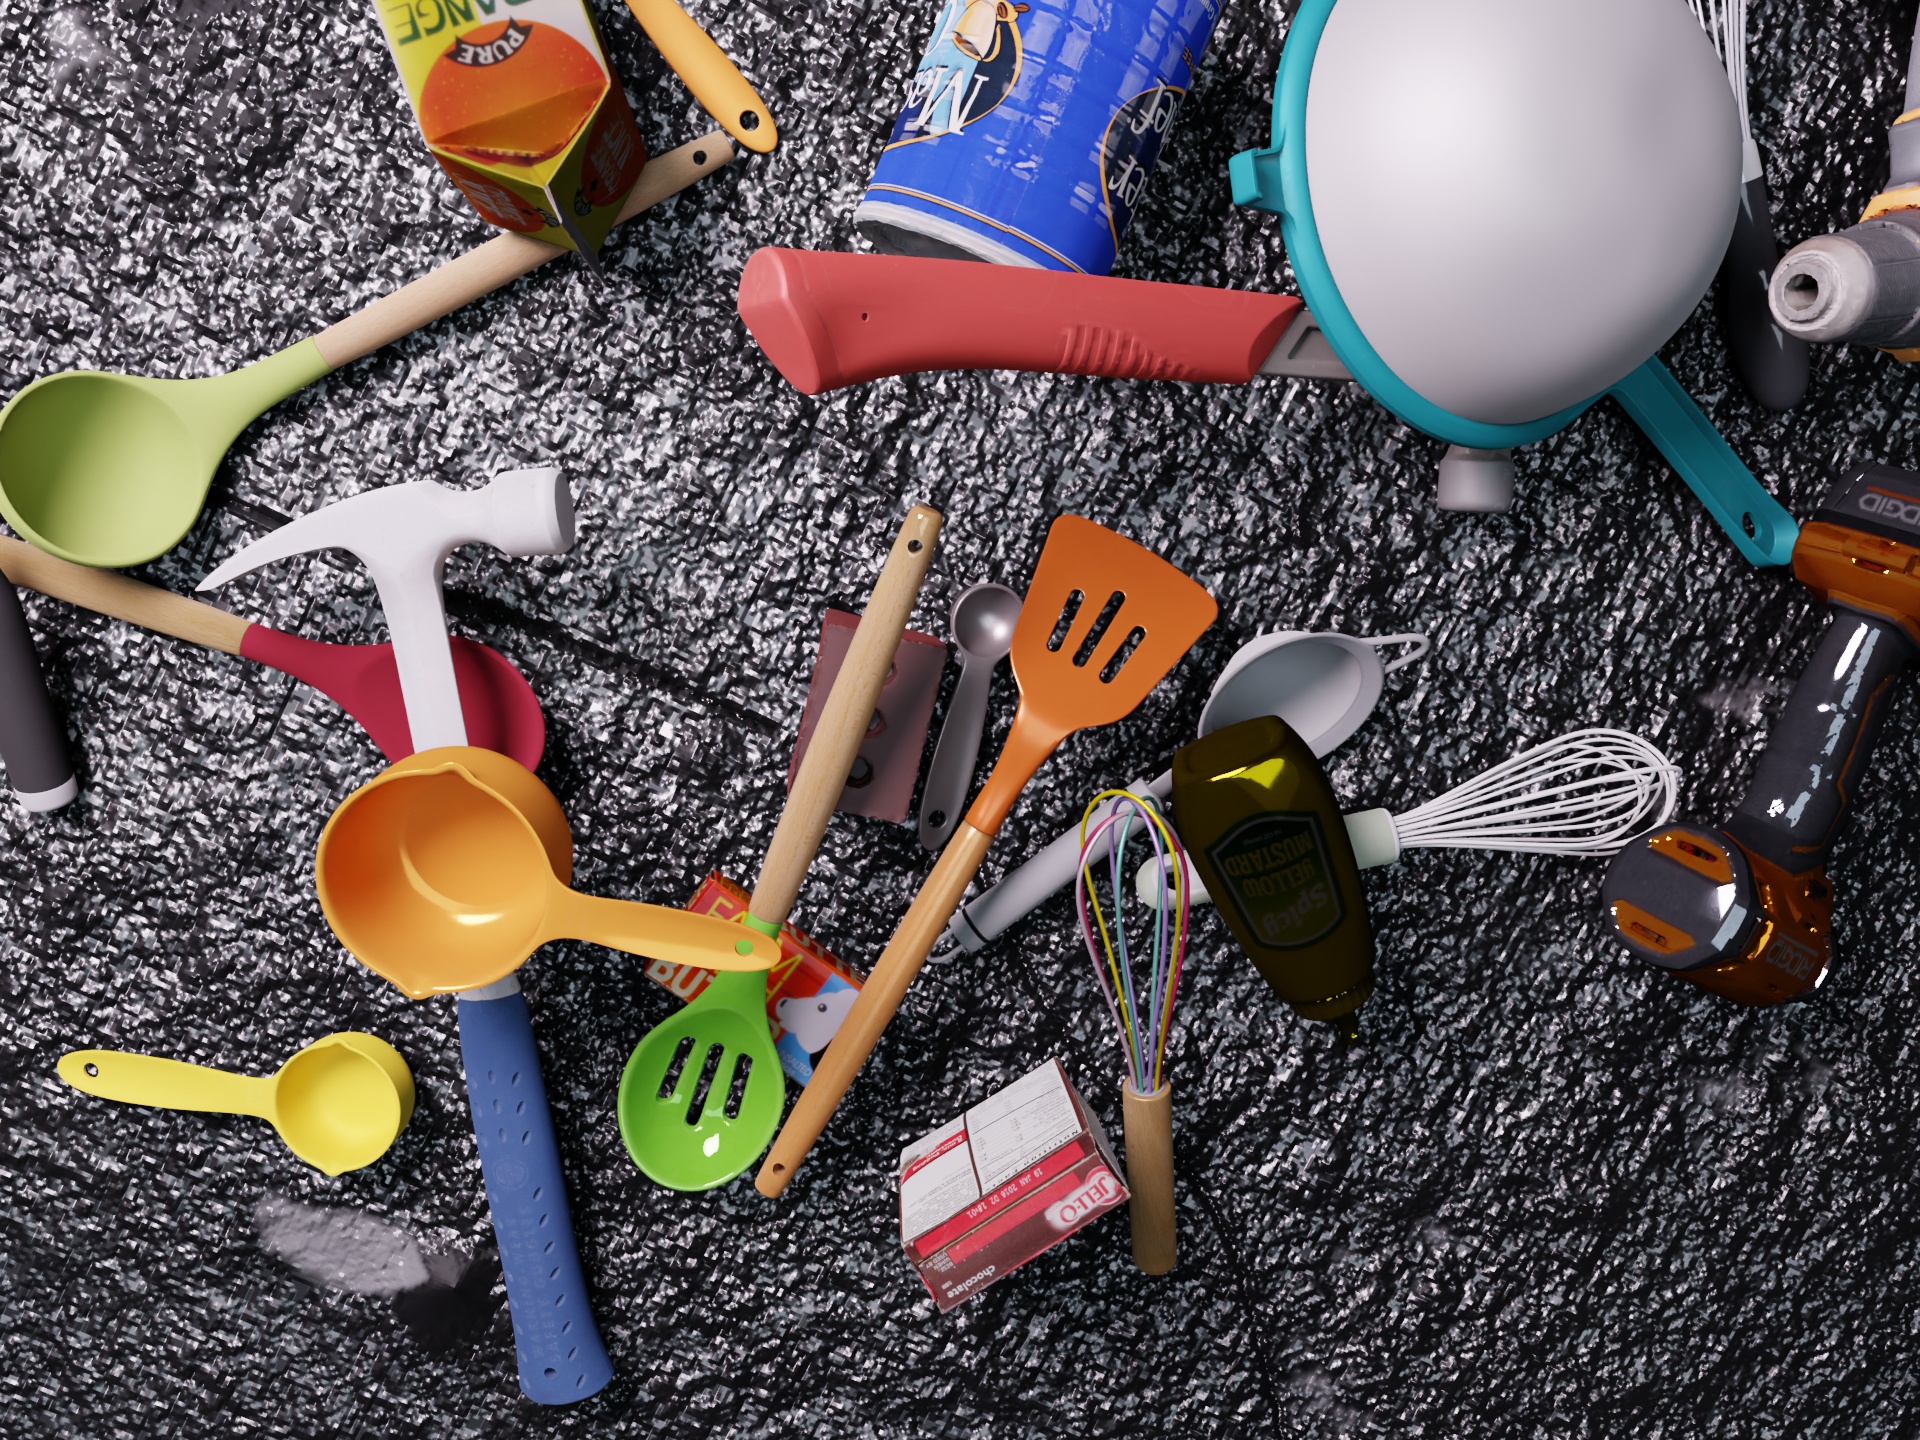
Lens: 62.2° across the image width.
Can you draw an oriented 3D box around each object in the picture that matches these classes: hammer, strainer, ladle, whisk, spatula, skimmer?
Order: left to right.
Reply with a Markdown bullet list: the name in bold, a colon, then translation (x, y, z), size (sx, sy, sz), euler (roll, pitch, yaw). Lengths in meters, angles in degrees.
- **skimmer**: translation (-0.417, -0.120, 0.575), size (0.090, 0.127, 0.363), euler (-7, 120, -8)
- **ladle**: translation (-0.322, -0.041, 0.660), size (0.315, 0.031, 0.069), euler (20, 100, -6)
- **ladle**: translation (-0.233, -0.158, 0.638), size (0.320, 0.062, 0.078), euler (-29, 113, -3)
- **hammer**: translation (-0.205, 0.104, 0.666), size (0.144, 0.035, 0.405), euler (-5, 105, 2)
- **spatula**: translation (-0.003, 0.066, 0.683), size (0.081, 0.041, 0.322), euler (31, 96, 2)
- **whisk**: translation (0.079, 0.141, 0.701), size (0.047, 0.051, 0.244), euler (2, 113, 17)
- **strainer**: translation (0.086, 0.029, 0.701), size (0.258, 0.050, 0.086), euler (-37, 136, 6)
- **hammer**: translation (0.088, -0.155, 0.600), size (0.359, 0.037, 0.149), euler (-4, 98, -31)
- **whisk**: translation (0.199, 0.049, 0.711), size (0.246, 0.059, 0.058), euler (-12, 72, 1)
- **strainer**: translation (0.272, -0.176, 0.627), size (0.340, 0.095, 0.211), euler (40, 71, -22)
- **whisk**: translation (0.319, -0.267, 0.675), size (0.070, 0.070, 0.284), euler (-21, 105, -2)

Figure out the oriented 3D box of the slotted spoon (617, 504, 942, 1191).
- **slotted spoon**: translation (-0.068, 0.058, 0.650), size (0.070, 0.031, 0.313), euler (20, 108, -7)

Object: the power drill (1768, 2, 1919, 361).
- **power drill**: translation (0.385, -0.260, 0.640), size (0.185, 0.084, 0.226), euler (-14, 102, -31)

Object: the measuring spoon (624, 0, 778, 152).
- **measuring spoon**: translation (-0.116, -0.281, 0.651), size (0.021, 0.011, 0.117), euler (-41, 100, 2)

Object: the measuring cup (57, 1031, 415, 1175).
- **measuring cup**: translation (-0.314, 0.158, 0.695), size (0.156, 0.029, 0.062), euler (7, 98, 6)

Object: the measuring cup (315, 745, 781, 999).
- **measuring cup**: translation (-0.152, 0.063, 0.610), size (0.173, 0.052, 0.095), euler (13, 105, -5)

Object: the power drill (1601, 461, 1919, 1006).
- **power drill**: translation (0.384, 0.021, 0.694), size (0.164, 0.084, 0.226), euler (24, 97, -41)

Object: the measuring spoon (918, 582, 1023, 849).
- **measuring spoon**: translation (-0.001, -0.002, 0.703), size (0.034, 0.018, 0.124), euler (9, 104, -24)
